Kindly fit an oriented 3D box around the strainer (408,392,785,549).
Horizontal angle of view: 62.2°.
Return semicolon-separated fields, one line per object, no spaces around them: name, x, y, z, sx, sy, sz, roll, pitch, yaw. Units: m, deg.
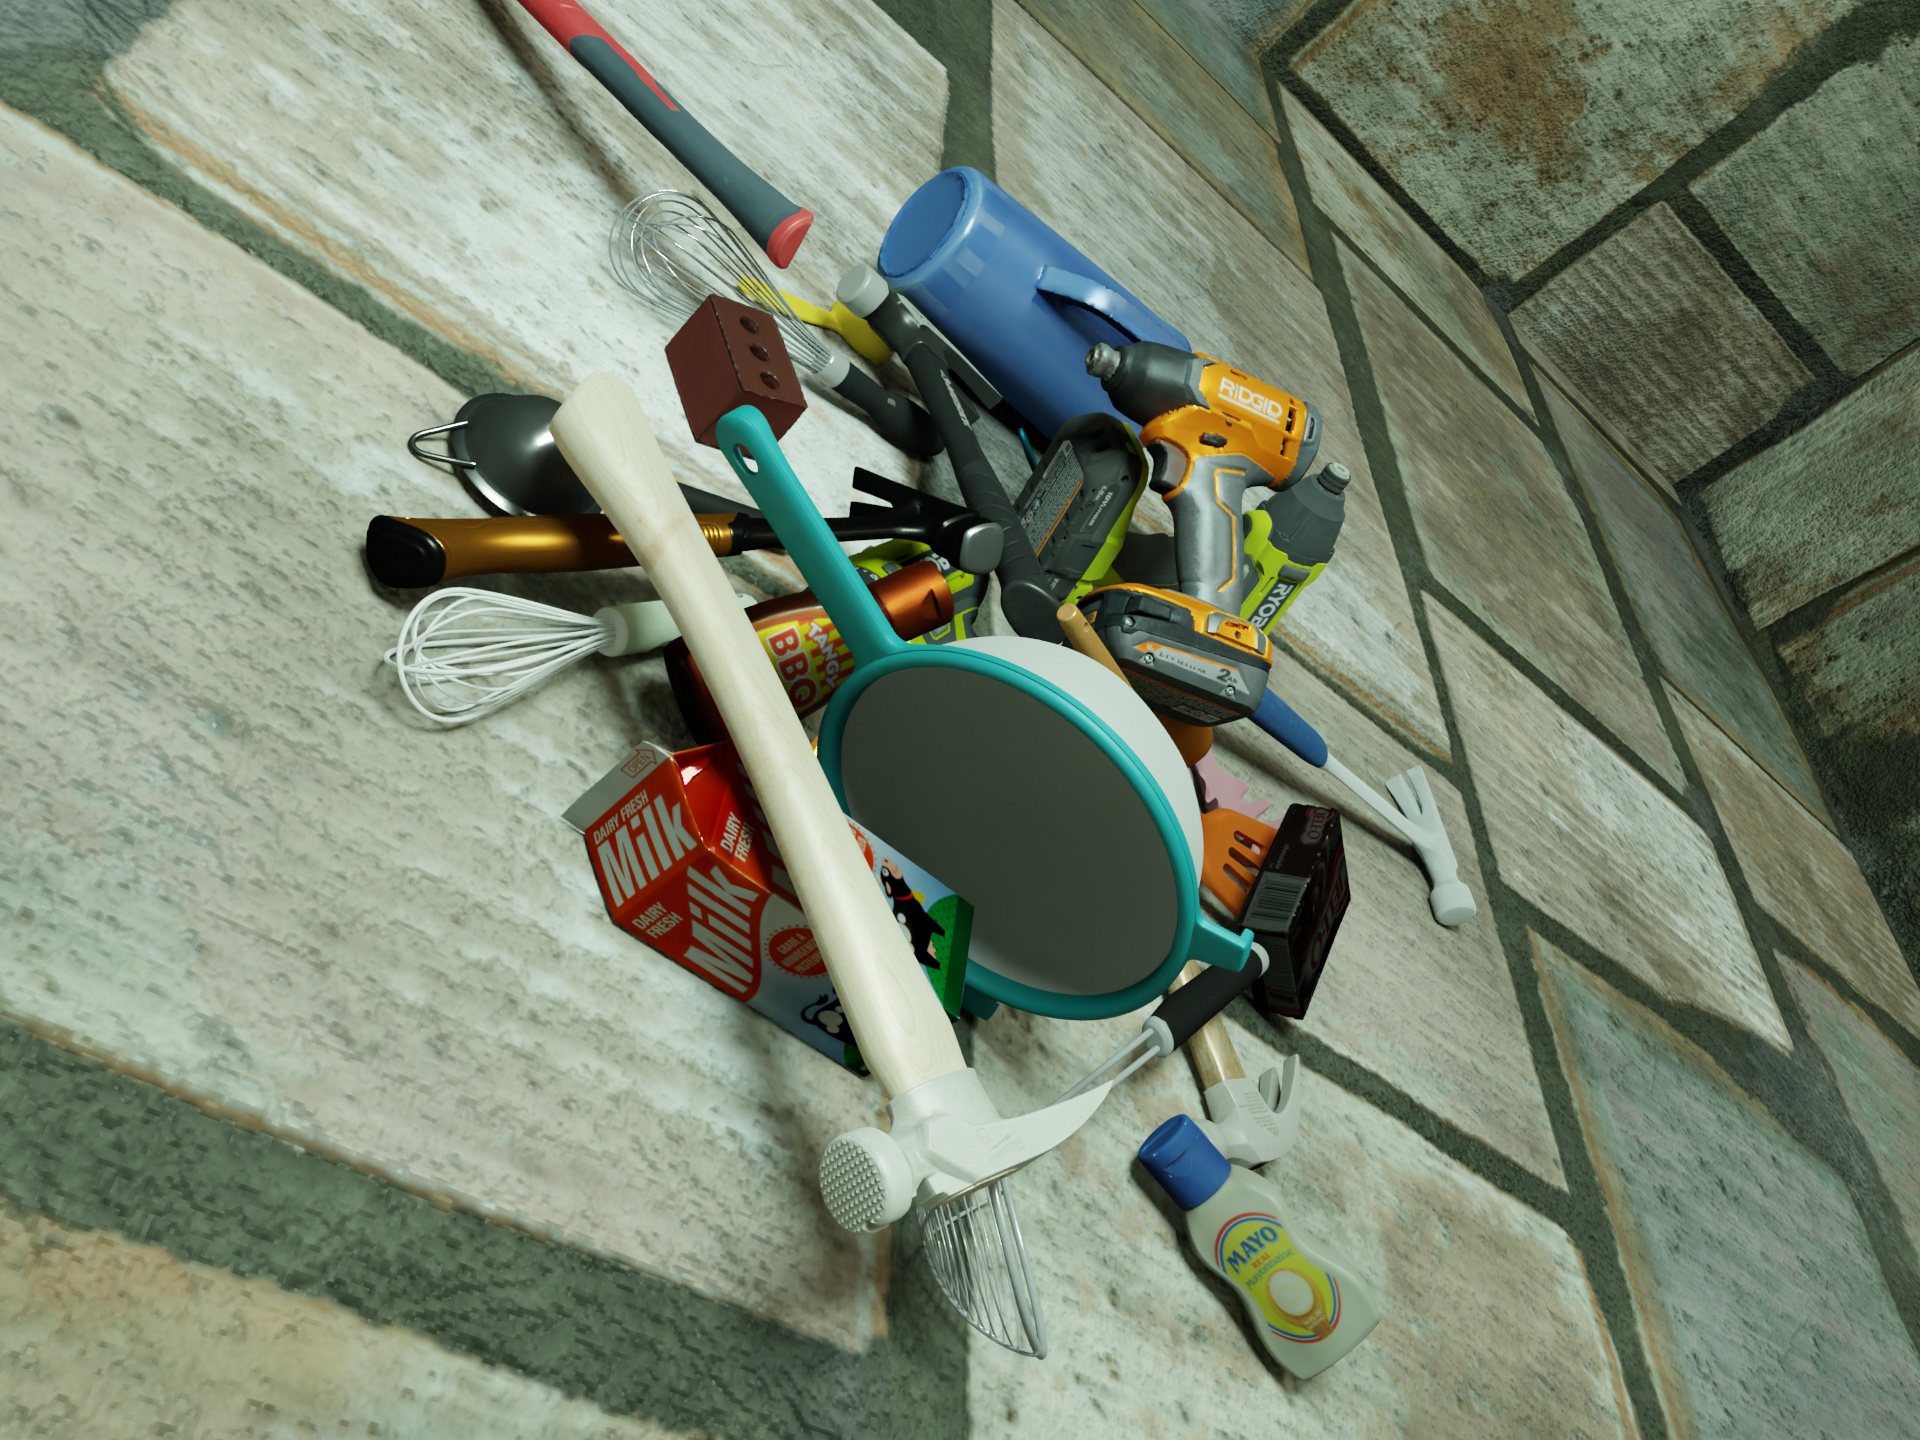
strainer;-0.171;-0.128;0.863;0.258;0.050;0.087;13;51;-50

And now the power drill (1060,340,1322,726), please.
power drill;0.134;-0.126;1.001;0.164;0.084;0.227;20;73;-21

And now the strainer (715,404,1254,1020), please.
strainer;0.005;-0.015;0.773;0.095;0.211;0.340;-41;103;-42

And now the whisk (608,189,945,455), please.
whisk;-0.110;-0.248;1.045;0.284;0.070;0.070;31;38;-39

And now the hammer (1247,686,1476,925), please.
hammer;0.283;0.027;1.245;0.405;0.035;0.144;34;36;-38

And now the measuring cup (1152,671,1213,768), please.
measuring cup;0.134;-0.024;1.105;0.095;0.052;0.174;51;20;-19

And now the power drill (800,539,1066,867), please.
power drill;-0.001;-0.003;0.922;0.228;0.080;0.190;52;33;4

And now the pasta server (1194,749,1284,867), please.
pasta server;0.164;-0.023;1.182;0.060;0.040;0.316;4;55;-39

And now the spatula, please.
spatula;0.136;0.029;0.987;0.322;0.041;0.081;52;53;-45

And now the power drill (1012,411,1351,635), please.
power drill;0.158;-0.133;1.131;0.223;0.171;0.080;11;41;-28

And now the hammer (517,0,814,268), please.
hammer;-0.233;-0.413;0.983;0.386;0.038;0.143;47;31;16

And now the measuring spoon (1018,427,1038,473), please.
measuring spoon;0.049;-0.170;1.147;0.128;0.021;0.042;59;15;-62

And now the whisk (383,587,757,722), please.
whisk;-0.176;-0.041;0.773;0.246;0.058;0.059;-16;106;-59

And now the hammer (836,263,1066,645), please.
hammer;0.009;-0.166;1.034;0.146;0.035;0.335;35;24;-42

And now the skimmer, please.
skimmer;0.095;0.188;0.814;0.363;0.090;0.127;-23;100;-50

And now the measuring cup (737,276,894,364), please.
measuring cup;-0.094;-0.295;1.124;0.156;0.029;0.062;4;56;-53

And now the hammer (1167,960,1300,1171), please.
hammer;0.125;0.121;1.000;0.130;0.031;0.332;10;52;-47

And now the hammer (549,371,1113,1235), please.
hammer;-0.076;0.012;0.703;0.146;0.038;0.411;-6;61;-47

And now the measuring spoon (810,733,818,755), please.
measuring spoon;-0.071;0.020;0.819;0.021;0.011;0.117;35;65;-8

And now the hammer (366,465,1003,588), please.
hammer;-0.140;-0.098;0.820;0.336;0.034;0.127;-9;26;-41
